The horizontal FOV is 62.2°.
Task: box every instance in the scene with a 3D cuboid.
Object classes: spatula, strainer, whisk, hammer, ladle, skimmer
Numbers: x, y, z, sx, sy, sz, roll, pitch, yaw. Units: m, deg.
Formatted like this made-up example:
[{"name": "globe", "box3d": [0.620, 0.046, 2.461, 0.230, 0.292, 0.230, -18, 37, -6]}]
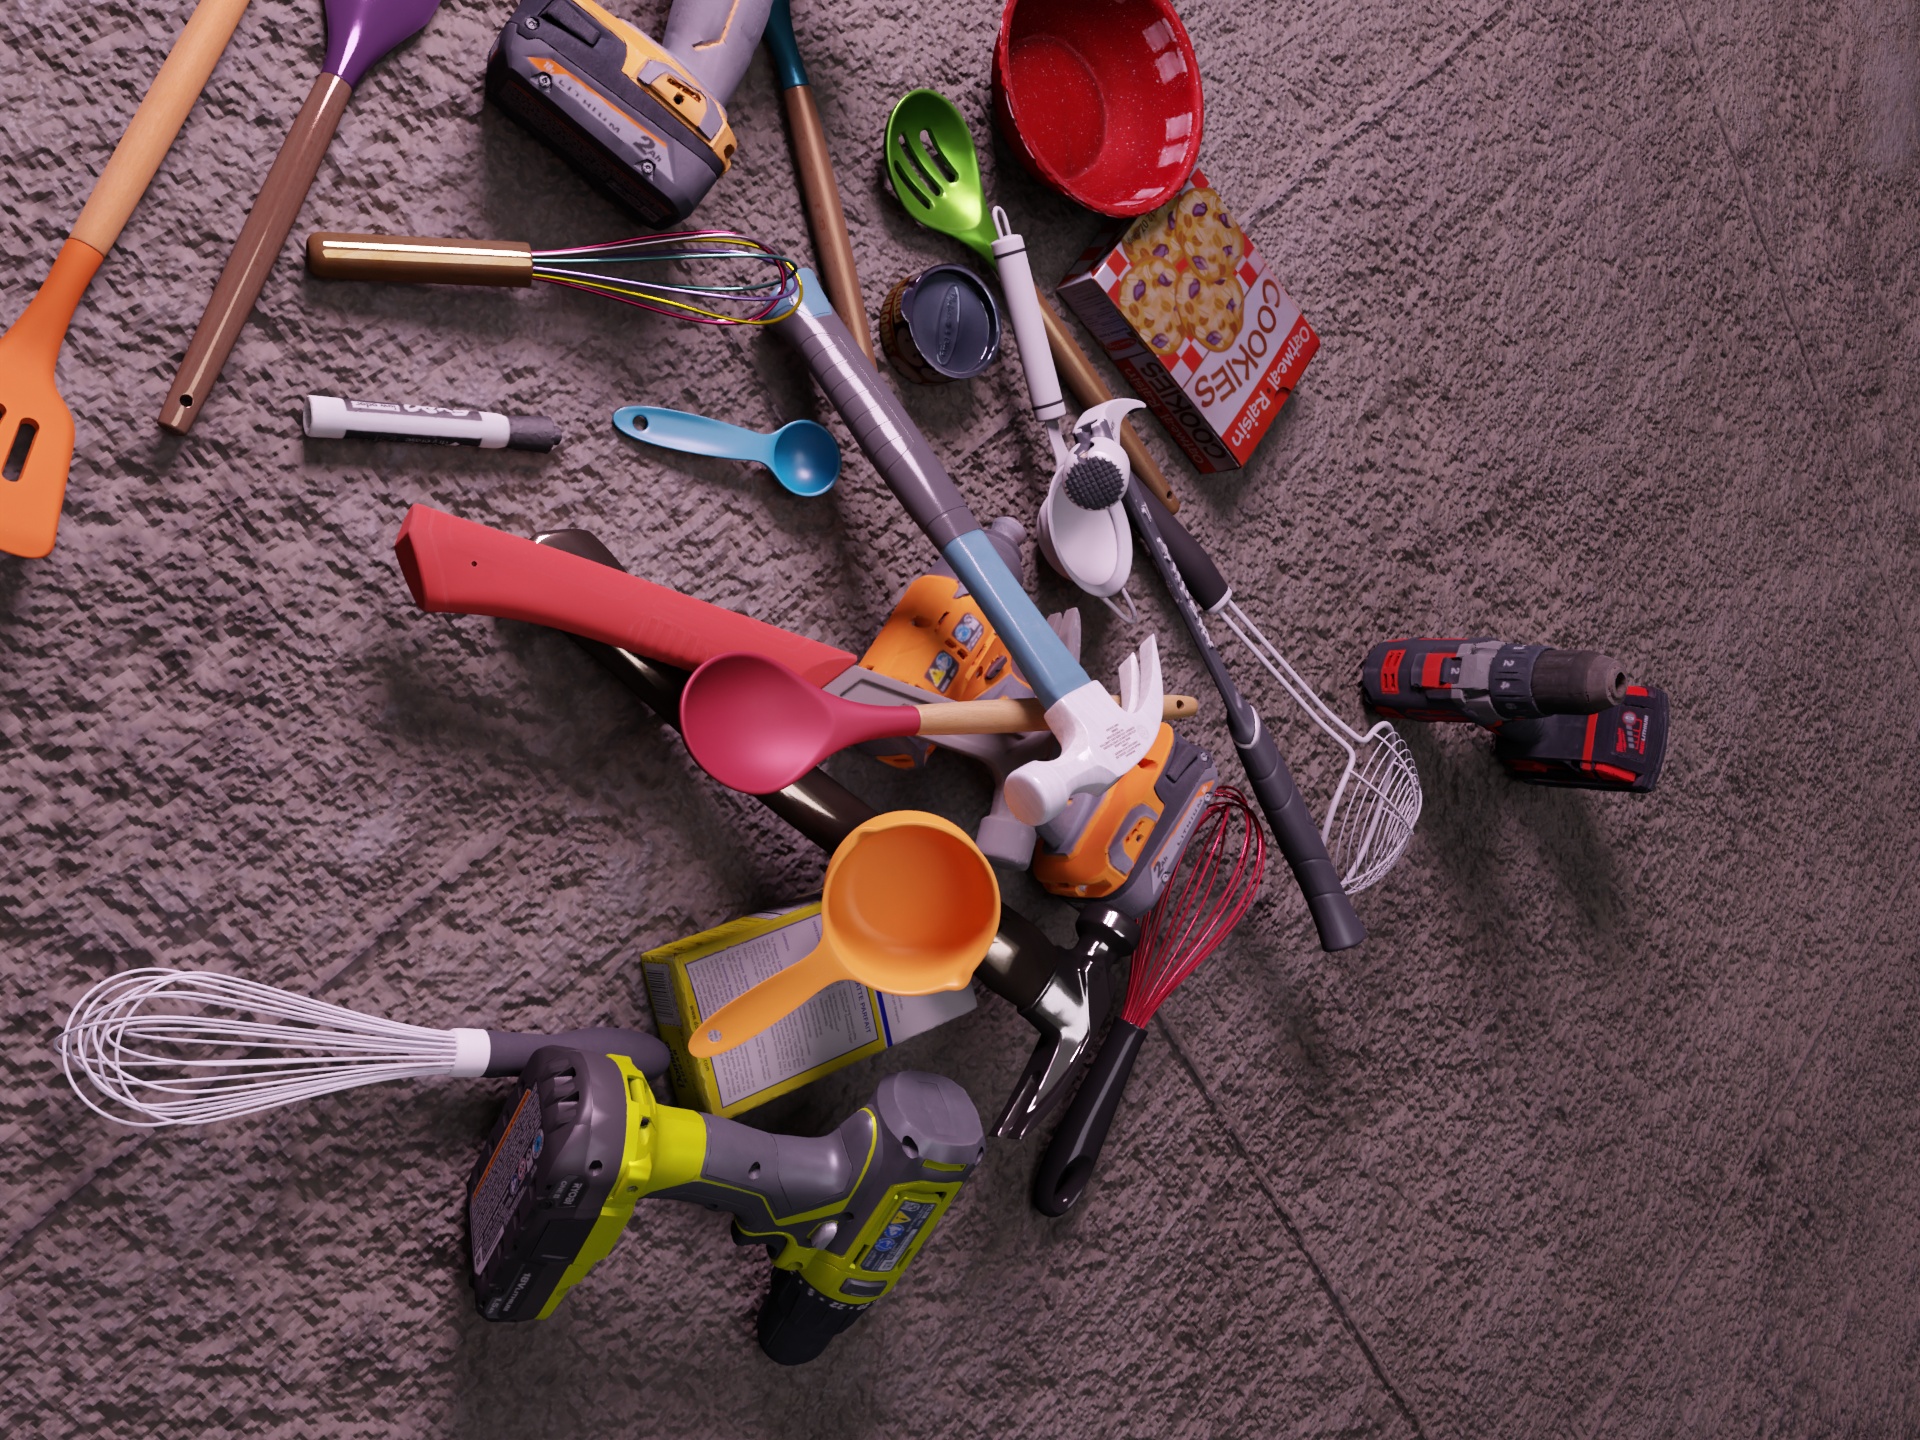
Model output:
[{"name": "spatula", "box3d": [-0.299, -0.273, 0.731, 0.059, 0.018, 0.316, 25, 75, -30]}, {"name": "strainer", "box3d": [0.054, -0.178, 0.957, 0.087, 0.050, 0.258, -34, 113, -49]}, {"name": "whisk", "box3d": [-0.190, -0.221, 0.784, 0.245, 0.051, 0.047, -5, 98, -28]}, {"name": "hammer", "box3d": [-0.099, -0.040, 0.800, 0.358, 0.037, 0.149, 19, 75, -26]}, {"name": "spatula", "box3d": [-0.358, -0.223, 0.676, 0.081, 0.041, 0.323, 29, 73, -31]}, {"name": "ladle", "box3d": [-0.001, -0.003, 0.816, 0.315, 0.031, 0.069, -2, 82, -32]}, {"name": "skimmer", "box3d": [0.193, -0.029, 1.076, 0.363, 0.090, 0.127, 46, 60, -15]}, {"name": "hammer", "box3d": [-0.008, -0.105, 0.838, 0.128, 0.033, 0.331, -25, 76, -39]}, {"name": "hammer", "box3d": [-0.077, 0.055, 0.840, 0.410, 0.038, 0.146, 41, 61, -18]}, {"name": "hammer", "box3d": [0.166, -0.015, 0.985, 0.408, 0.036, 0.149, 60, 22, -23]}, {"name": "whisk", "box3d": [0.117, 0.175, 1.008, 0.073, 0.073, 0.296, 33, 78, -31]}, {"name": "whisk", "box3d": [-0.261, 0.153, 0.738, 0.284, 0.070, 0.070, 12, 83, -39]}, {"name": "spatula", "box3d": [-0.082, -0.322, 0.871, 0.082, 0.044, 0.317, -18, 102, -19]}]

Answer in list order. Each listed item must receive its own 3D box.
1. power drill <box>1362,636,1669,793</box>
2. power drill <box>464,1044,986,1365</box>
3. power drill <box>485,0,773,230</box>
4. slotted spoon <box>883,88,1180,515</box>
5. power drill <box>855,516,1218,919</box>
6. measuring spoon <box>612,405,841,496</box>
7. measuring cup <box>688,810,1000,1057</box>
[{"name": "power drill", "box3d": [0.427, -0.009, 1.150, 0.226, 0.188, 0.080, 17, 81, -38]}, {"name": "power drill", "box3d": [-0.122, 0.249, 0.794, 0.228, 0.080, 0.190, 16, 118, -30]}, {"name": "power drill", "box3d": [-0.143, -0.384, 0.781, 0.185, 0.084, 0.226, 36, 82, -24]}, {"name": "slotted spoon", "box3d": [0.049, -0.244, 0.975, 0.313, 0.031, 0.070, 50, 64, -27]}, {"name": "power drill", "box3d": [0.048, -0.003, 0.943, 0.226, 0.084, 0.164, 41, 67, -24]}, {"name": "measuring spoon", "box3d": [-0.127, -0.149, 0.860, 0.128, 0.021, 0.042, 8, 86, -26]}, {"name": "measuring cup", "box3d": [-0.061, 0.112, 0.798, 0.173, 0.052, 0.095, -33, 99, 2]}]
